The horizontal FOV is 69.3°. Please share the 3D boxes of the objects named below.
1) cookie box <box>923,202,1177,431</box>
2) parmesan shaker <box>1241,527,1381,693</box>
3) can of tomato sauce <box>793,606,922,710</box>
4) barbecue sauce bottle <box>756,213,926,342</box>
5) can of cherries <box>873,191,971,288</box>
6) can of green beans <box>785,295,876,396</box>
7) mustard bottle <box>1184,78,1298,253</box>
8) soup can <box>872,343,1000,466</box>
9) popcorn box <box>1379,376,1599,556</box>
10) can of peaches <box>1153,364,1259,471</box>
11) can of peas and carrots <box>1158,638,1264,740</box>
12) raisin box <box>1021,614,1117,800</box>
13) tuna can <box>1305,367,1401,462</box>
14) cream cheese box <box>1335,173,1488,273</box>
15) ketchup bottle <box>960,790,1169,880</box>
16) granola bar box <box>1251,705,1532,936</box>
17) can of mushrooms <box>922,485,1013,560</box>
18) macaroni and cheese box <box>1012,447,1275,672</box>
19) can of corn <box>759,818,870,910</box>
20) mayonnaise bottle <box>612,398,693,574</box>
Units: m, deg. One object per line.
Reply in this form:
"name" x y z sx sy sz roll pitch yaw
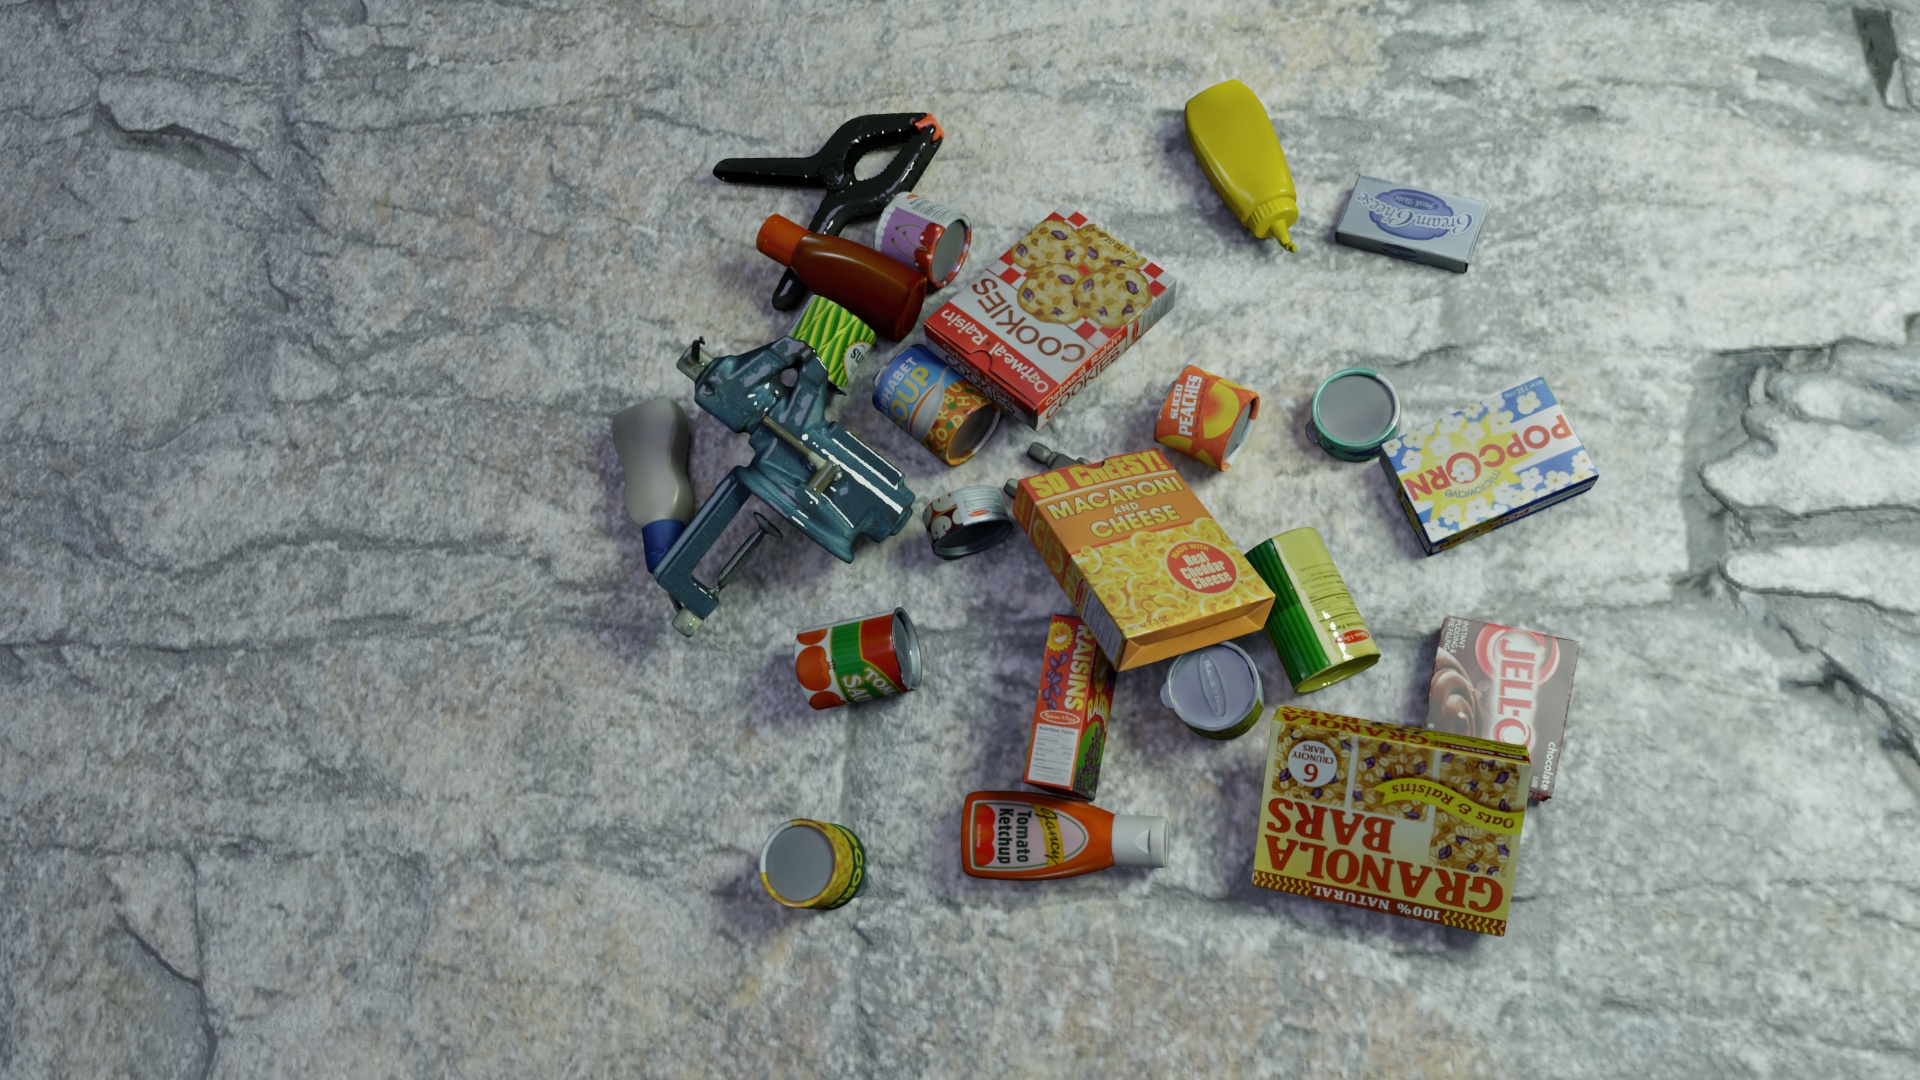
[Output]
"cookie box" 0.072 -0.181 1.110 0.123 0.040 0.168 40 70 22
"parmesan shaker" 0.251 0.050 1.003 0.071 0.071 0.103 -25 68 8
"can of tomato sauce" -0.079 0.094 1.081 0.083 0.071 0.071 -13 71 13
"barbecue sauce bottle" -0.102 -0.227 1.171 0.149 0.064 0.044 30 46 12
"can of cherries" -0.032 -0.251 1.174 0.058 0.071 0.071 26 83 20
"can of green beans" -0.113 -0.165 1.169 0.071 0.071 0.058 30 84 22
"mustard bottle" 0.233 -0.293 1.117 0.065 0.048 0.160 -23 70 9
"soup can" -0.021 -0.109 1.123 0.084 0.071 0.071 40 88 22
"popcorn box" 0.382 -0.054 1.009 0.126 0.038 0.085 -24 70 8
"can of peaches" 0.188 -0.094 1.059 0.058 0.071 0.071 27 83 20
"can of peas and carrots" 0.183 0.110 1.006 0.071 0.058 0.071 -5 73 16
"raisin box" 0.083 0.123 1.016 0.040 0.086 0.123 6 76 19
"tuna can" 0.296 -0.095 1.049 0.071 0.032 0.071 -4 73 14
"cream cheese box" 0.351 -0.248 1.083 0.104 0.024 0.053 19 81 20
"ketchup bottle" 0.076 0.217 1.013 0.149 0.043 0.065 -1 78 15
"granola bar box" 0.288 0.187 0.939 0.165 0.039 0.124 8 103 18
"can of mushrooms" 0.004 -0.014 1.092 0.071 0.071 0.033 -22 70 9
"macaroni and cheese box" 0.130 0.008 1.009 0.124 0.040 0.167 -14 49 -22
"can of corn" -0.109 0.246 1.049 0.071 0.058 0.071 -4 73 15
"mayonnaise bottle" -0.259 -0.045 1.189 0.065 0.041 0.148 -16 71 13
